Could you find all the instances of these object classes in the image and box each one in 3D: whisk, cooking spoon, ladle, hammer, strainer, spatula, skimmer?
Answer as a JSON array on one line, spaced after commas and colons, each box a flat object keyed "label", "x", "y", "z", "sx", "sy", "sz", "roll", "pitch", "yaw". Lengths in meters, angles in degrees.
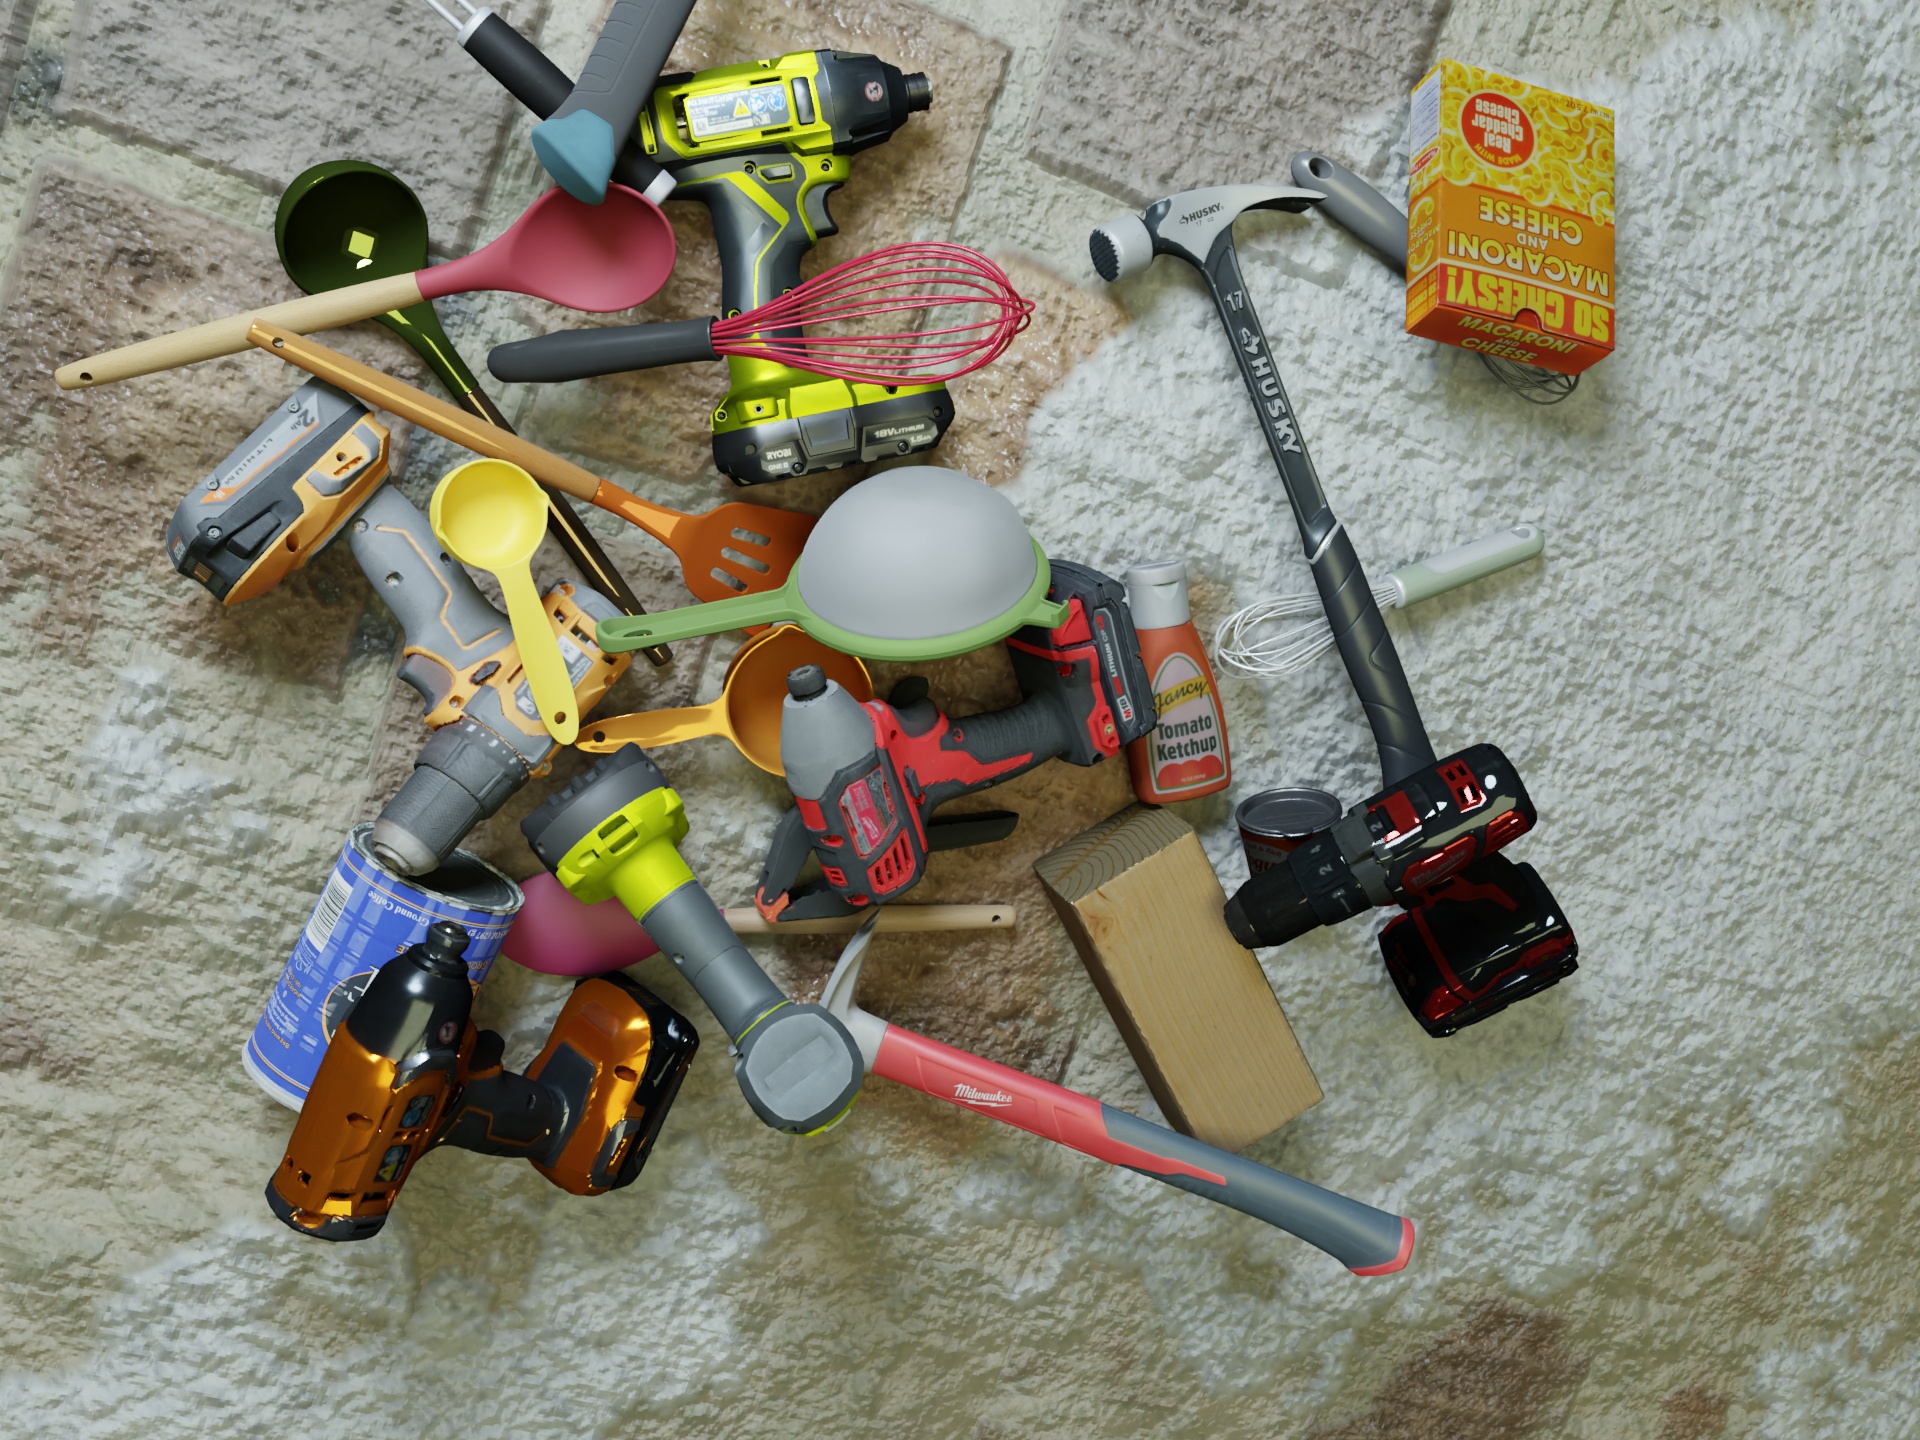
[{"label": "whisk", "x": -0.107, "y": -0.199, "z": 0.819, "sx": 0.296, "sy": 0.073, "sz": 0.073, "roll": -3, "pitch": 103, "yaw": 12}, {"label": "cooking spoon", "x": -0.120, "y": 0.123, "z": 0.982, "sx": 0.318, "sy": 0.017, "sz": 0.068, "roll": 1, "pitch": 99, "yaw": -14}, {"label": "whisk", "x": 0.272, "y": -0.081, "z": 1.023, "sx": 0.246, "sy": 0.058, "sz": 0.059, "roll": -20, "pitch": 130, "yaw": -14}, {"label": "ladle", "x": -0.300, "y": -0.213, "z": 0.810, "sx": 0.315, "sy": 0.031, "sz": 0.069, "roll": -16, "pitch": 123, "yaw": -5}, {"label": "hammer", "x": 0.095, "y": 0.240, "z": 0.969, "sx": 0.386, "sy": 0.038, "sz": 0.143, "roll": 20, "pitch": 113, "yaw": 2}, {"label": "strainer", "x": -0.076, "y": -0.090, "z": 0.874, "sx": 0.256, "sy": 0.152, "sz": 0.069, "roll": -12, "pitch": 129, "yaw": -12}, {"label": "spatula", "x": -0.223, "y": -0.137, "z": 0.865, "sx": 0.322, "sy": 0.041, "sz": 0.081, "roll": 24, "pitch": 97, "yaw": -27}, {"label": "hammer", "x": 0.218, "y": -0.130, "z": 0.969, "sx": 0.149, "sy": 0.036, "sz": 0.409, "roll": -25, "pitch": 98, "yaw": -17}, {"label": "whisk", "x": 0.299, "y": -0.277, "z": 0.993, "sx": 0.239, "sy": 0.055, "sz": 0.055, "roll": 33, "pitch": 92, "yaw": -13}, {"label": "hammer", "x": -0.135, "y": -0.411, "z": 0.814, "sx": 0.128, "sy": 0.033, "sz": 0.331, "roll": 27, "pitch": 75, "yaw": -21}, {"label": "ladle", "x": -0.254, "y": -0.158, "z": 0.875, "sx": 0.078, "sy": 0.062, "sz": 0.320, "roll": -36, "pitch": 109, "yaw": -7}, {"label": "skimmer", "x": -0.290, "y": -0.391, "z": 0.801, "sx": 0.363, "sy": 0.090, "sz": 0.127, "roll": 40, "pitch": 96, "yaw": -18}]

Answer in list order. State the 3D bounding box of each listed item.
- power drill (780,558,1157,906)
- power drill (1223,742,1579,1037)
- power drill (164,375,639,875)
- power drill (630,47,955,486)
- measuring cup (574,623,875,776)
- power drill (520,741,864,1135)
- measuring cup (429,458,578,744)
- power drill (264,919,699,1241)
[{"label": "power drill", "x": -0.001, "y": -0.003, "z": 0.918, "sx": 0.219, "sy": 0.079, "sz": 0.143, "roll": -30, "pitch": 117, "yaw": -23}, {"label": "power drill", "x": 0.278, "y": 0.118, "z": 0.988, "sx": 0.188, "sy": 0.080, "sz": 0.226, "roll": -30, "pitch": 139, "yaw": 12}, {"label": "power drill", "x": -0.306, "y": -0.045, "z": 0.844, "sx": 0.226, "sy": 0.084, "sz": 0.185, "roll": 43, "pitch": 61, "yaw": -18}, {"label": "power drill", "x": -0.083, "y": -0.253, "z": 0.888, "sx": 0.171, "sy": 0.080, "sz": 0.223, "roll": -13, "pitch": 101, "yaw": -10}, {"label": "measuring cup", "x": -0.139, "y": -0.007, "z": 0.936, "sx": 0.173, "sy": 0.052, "sz": 0.095, "roll": -10, "pitch": 103, "yaw": -8}, {"label": "power drill", "x": -0.138, "y": 0.135, "z": 0.889, "sx": 0.080, "sy": 0.190, "sz": 0.228, "roll": -38, "pitch": 82, "yaw": -13}, {"label": "measuring cup", "x": -0.235, "y": -0.061, "z": 0.841, "sx": 0.062, "sy": 0.029, "sz": 0.156, "roll": -25, "pitch": 110, "yaw": -30}, {"label": "power drill", "x": -0.247, "y": 0.188, "z": 0.866, "sx": 0.226, "sy": 0.084, "sz": 0.164, "roll": 17, "pitch": 99, "yaw": -60}]
